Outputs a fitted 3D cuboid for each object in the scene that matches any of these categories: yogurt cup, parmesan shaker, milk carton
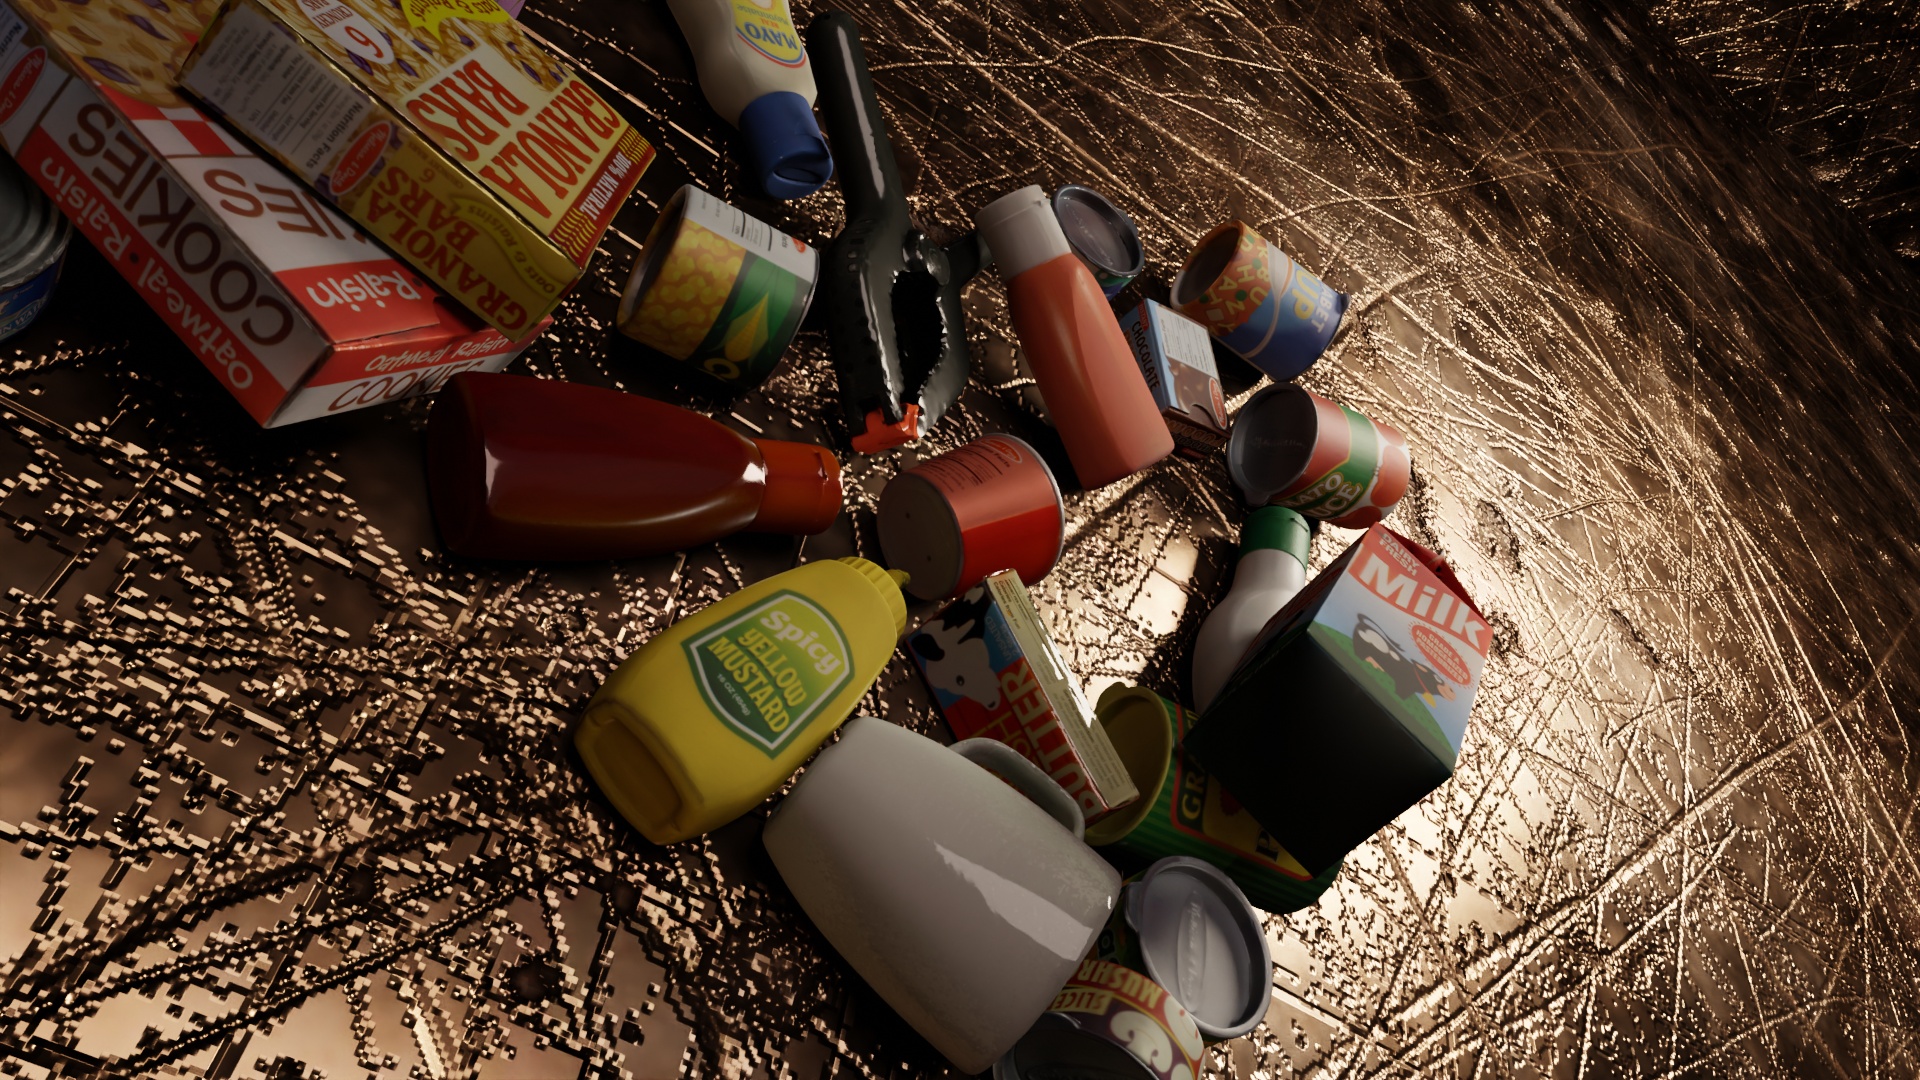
[{"bbox_3d":[0.002,-0.007,0.580,0.054,0.072,0.072,-17,72,-39],"label":"yogurt cup"},{"bbox_3d":[0.103,0.107,0.577,0.103,0.071,0.072,25,45,-26],"label":"parmesan shaker"},{"bbox_3d":[0.167,0.053,0.584,0.073,0.072,0.191,45,29,7],"label":"milk carton"}]

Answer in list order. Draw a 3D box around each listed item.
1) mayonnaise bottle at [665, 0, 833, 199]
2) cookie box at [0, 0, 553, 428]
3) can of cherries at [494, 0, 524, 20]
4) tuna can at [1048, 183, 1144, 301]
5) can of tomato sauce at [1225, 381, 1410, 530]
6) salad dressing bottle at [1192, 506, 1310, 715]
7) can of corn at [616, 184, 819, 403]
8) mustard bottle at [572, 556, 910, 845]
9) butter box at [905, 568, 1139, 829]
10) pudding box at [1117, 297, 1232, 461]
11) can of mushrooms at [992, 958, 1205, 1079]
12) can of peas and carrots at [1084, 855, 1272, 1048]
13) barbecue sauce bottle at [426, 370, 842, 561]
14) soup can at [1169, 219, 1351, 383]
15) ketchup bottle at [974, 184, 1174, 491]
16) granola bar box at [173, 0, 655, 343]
[{"bbox_3d":[-0.102,-0.236,0.681,0.065,0.041,0.148,-1,61,-45],"label":"mayonnaise bottle"},{"bbox_3d":[-0.227,-0.117,0.447,0.167,0.040,0.123,48,19,-1],"label":"cookie box"},{"bbox_3d":[-0.212,-0.247,0.579,0.071,0.058,0.072,24,47,-28],"label":"can of cherries"},{"bbox_3d":[0.070,-0.167,0.788,0.071,0.032,0.071,23,46,-27],"label":"tuna can"},{"bbox_3d":[0.203,-0.044,0.786,0.083,0.071,0.071,16,50,-34],"label":"can of tomato sauce"},{"bbox_3d":[0.151,0.041,0.691,0.064,0.043,0.148,38,40,-12],"label":"salad dressing bottle"},{"bbox_3d":[-0.100,-0.099,0.561,0.058,0.071,0.071,25,46,-25],"label":"can of corn"},{"bbox_3d":[-0.062,0.042,0.494,0.065,0.048,0.161,51,40,0],"label":"mustard bottle"},{"bbox_3d":[0.023,0.069,0.547,0.024,0.053,0.103,-13,69,-49],"label":"butter box"},{"bbox_3d":[0.117,-0.090,0.772,0.049,0.030,0.084,19,48,-32],"label":"pudding box"},{"bbox_3d":[0.047,0.176,0.472,0.071,0.070,0.034,47,39,-3],"label":"can of mushrooms"},{"bbox_3d":[0.070,0.157,0.514,0.071,0.058,0.071,23,46,-26],"label":"can of peas and carrots"},{"bbox_3d":[-0.112,-0.023,0.505,0.149,0.043,0.065,3,58,-41],"label":"barbecue sauce bottle"},{"bbox_3d":[0.181,-0.147,0.841,0.084,0.071,0.072,31,43,-20],"label":"soup can"},{"bbox_3d":[0.055,-0.101,0.688,0.065,0.043,0.148,-30,96,-56],"label":"ketchup bottle"},{"bbox_3d":[-0.178,-0.150,0.494,0.124,0.039,0.166,40,20,-22],"label":"granola bar box"}]
